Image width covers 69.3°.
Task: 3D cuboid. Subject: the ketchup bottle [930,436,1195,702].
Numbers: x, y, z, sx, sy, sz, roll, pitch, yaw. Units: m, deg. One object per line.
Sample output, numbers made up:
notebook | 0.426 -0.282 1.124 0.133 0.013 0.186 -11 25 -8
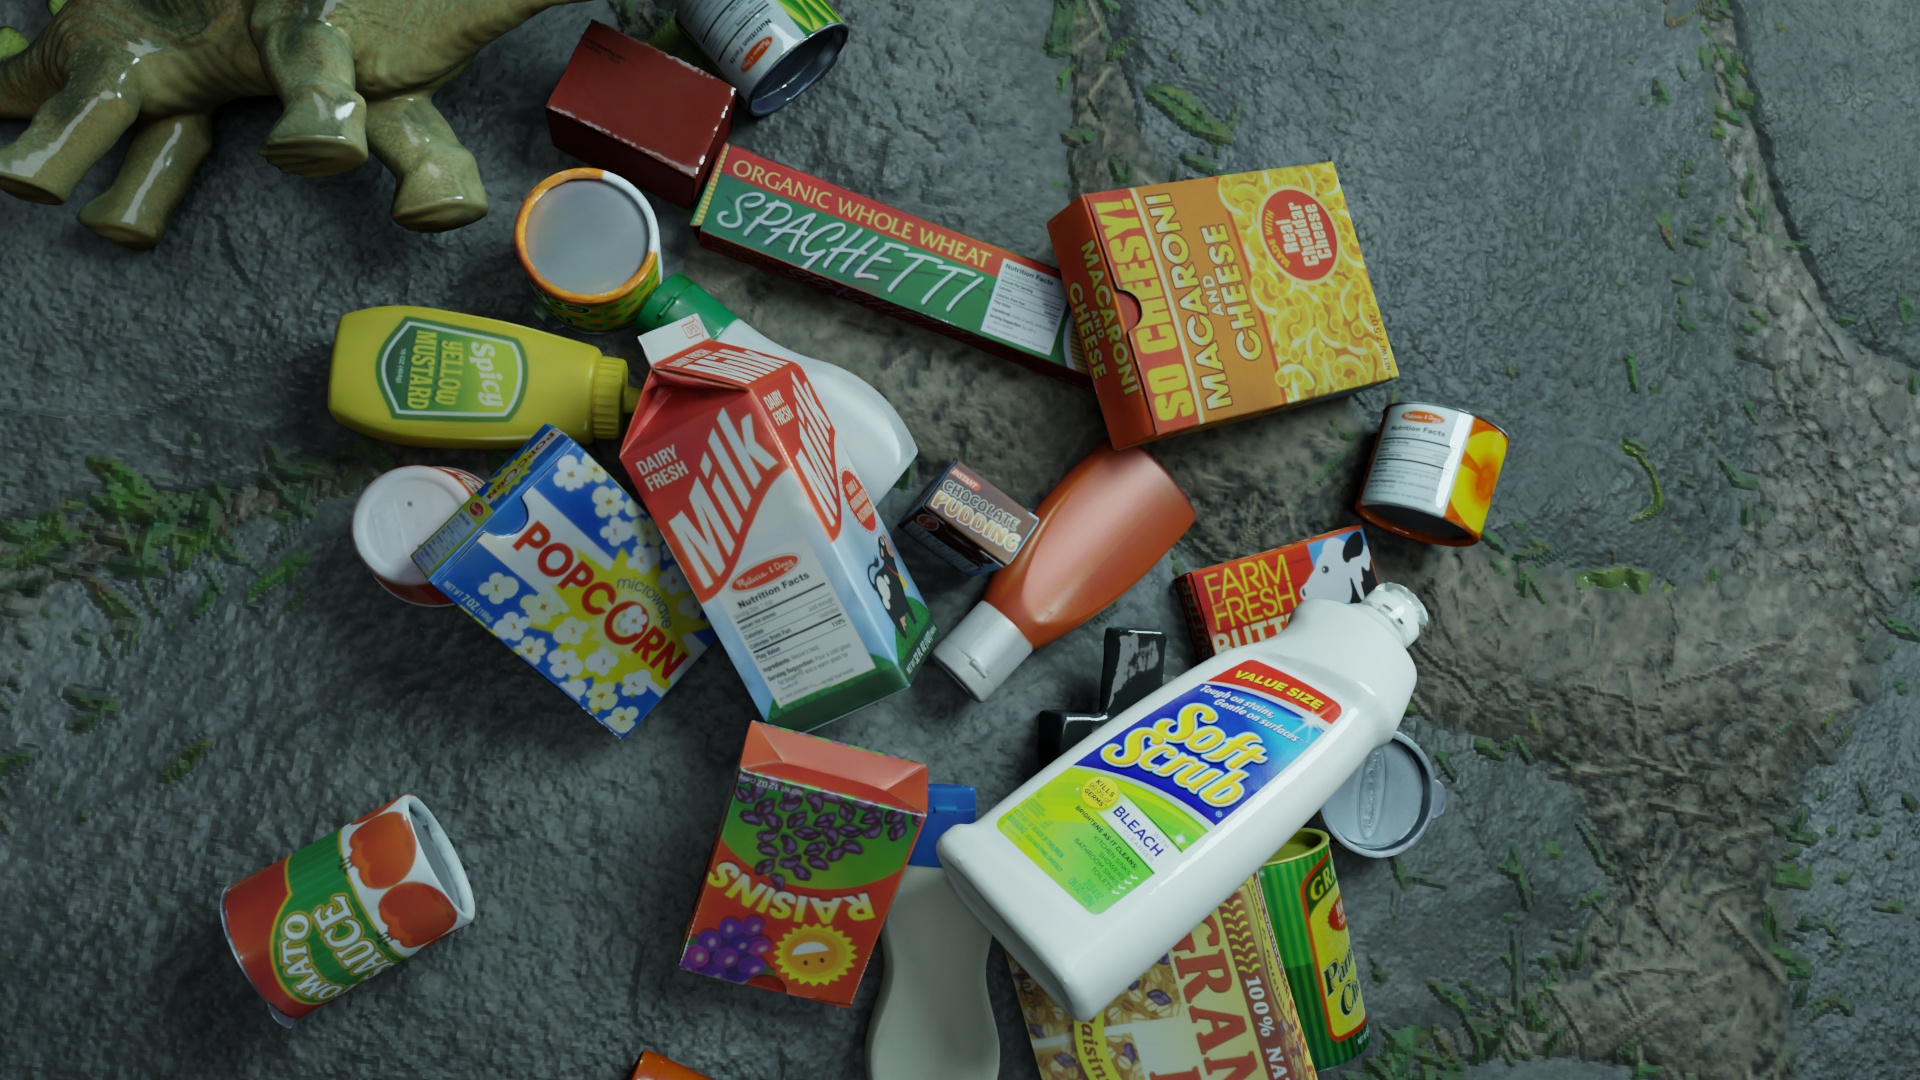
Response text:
ketchup bottle | 0.049 0.017 0.702 0.149 0.043 0.064 -45 101 -11

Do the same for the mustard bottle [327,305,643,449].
mustard bottle | -0.211 -0.073 0.660 0.160 0.049 0.065 4 85 -10

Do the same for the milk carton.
milk carton | -0.089 -0.014 0.639 0.073 0.072 0.190 -24 101 16

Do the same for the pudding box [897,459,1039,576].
pudding box | 0.002 -0.008 0.676 0.049 0.083 0.030 36 80 -5

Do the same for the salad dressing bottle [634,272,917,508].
salad dressing bottle | -0.091 -0.073 0.686 0.147 0.044 0.064 39 90 -4

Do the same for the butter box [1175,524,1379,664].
butter box | 0.170 0.030 0.734 0.104 0.024 0.053 -15 88 -12

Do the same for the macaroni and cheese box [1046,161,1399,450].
macaroni and cheese box | 0.138 -0.124 0.713 0.167 0.040 0.123 -15 86 -29

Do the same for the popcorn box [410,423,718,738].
popcorn box | -0.171 0.020 0.634 0.085 0.038 0.126 -48 127 -11

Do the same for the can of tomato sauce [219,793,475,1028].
can of tomato sauce | -0.268 0.162 0.614 0.083 0.071 0.071 -28 90 -12

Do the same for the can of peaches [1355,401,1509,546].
can of peaches | 0.250 -0.033 0.736 0.071 0.071 0.058 21 81 -8

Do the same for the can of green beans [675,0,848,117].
can of green beans | -0.099 -0.256 0.692 0.071 0.071 0.058 -40 92 -12

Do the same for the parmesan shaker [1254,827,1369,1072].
parmesan shaker | 0.162 0.202 0.694 0.071 0.071 0.103 -12 89 -12

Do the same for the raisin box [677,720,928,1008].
raisin box | -0.073 0.151 0.637 0.086 0.040 0.122 16 117 -10

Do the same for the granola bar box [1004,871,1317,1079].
granola bar box | 0.102 0.249 0.661 0.124 0.039 0.165 -17 87 22

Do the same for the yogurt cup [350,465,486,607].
yogurt cup | -0.247 -0.004 0.643 0.072 0.054 0.072 1 84 -10

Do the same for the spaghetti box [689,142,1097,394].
spaghetti box | -0.011 -0.134 0.714 0.250 0.028 0.050 19 80 -8

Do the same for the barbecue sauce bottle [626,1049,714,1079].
barbecue sauce bottle | -0.089 0.285 0.649 0.148 0.043 0.065 27 80 -6

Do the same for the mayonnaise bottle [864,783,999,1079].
mayonnaise bottle | -0.012 0.194 0.675 0.065 0.041 0.148 3 83 -11

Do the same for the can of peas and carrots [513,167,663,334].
can of peas and carrots | -0.179 -0.137 0.668 0.071 0.058 0.071 1 84 -10

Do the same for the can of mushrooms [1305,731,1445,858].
can of mushrooms | 0.214 0.131 0.727 0.071 0.033 0.071 1 83 -10
